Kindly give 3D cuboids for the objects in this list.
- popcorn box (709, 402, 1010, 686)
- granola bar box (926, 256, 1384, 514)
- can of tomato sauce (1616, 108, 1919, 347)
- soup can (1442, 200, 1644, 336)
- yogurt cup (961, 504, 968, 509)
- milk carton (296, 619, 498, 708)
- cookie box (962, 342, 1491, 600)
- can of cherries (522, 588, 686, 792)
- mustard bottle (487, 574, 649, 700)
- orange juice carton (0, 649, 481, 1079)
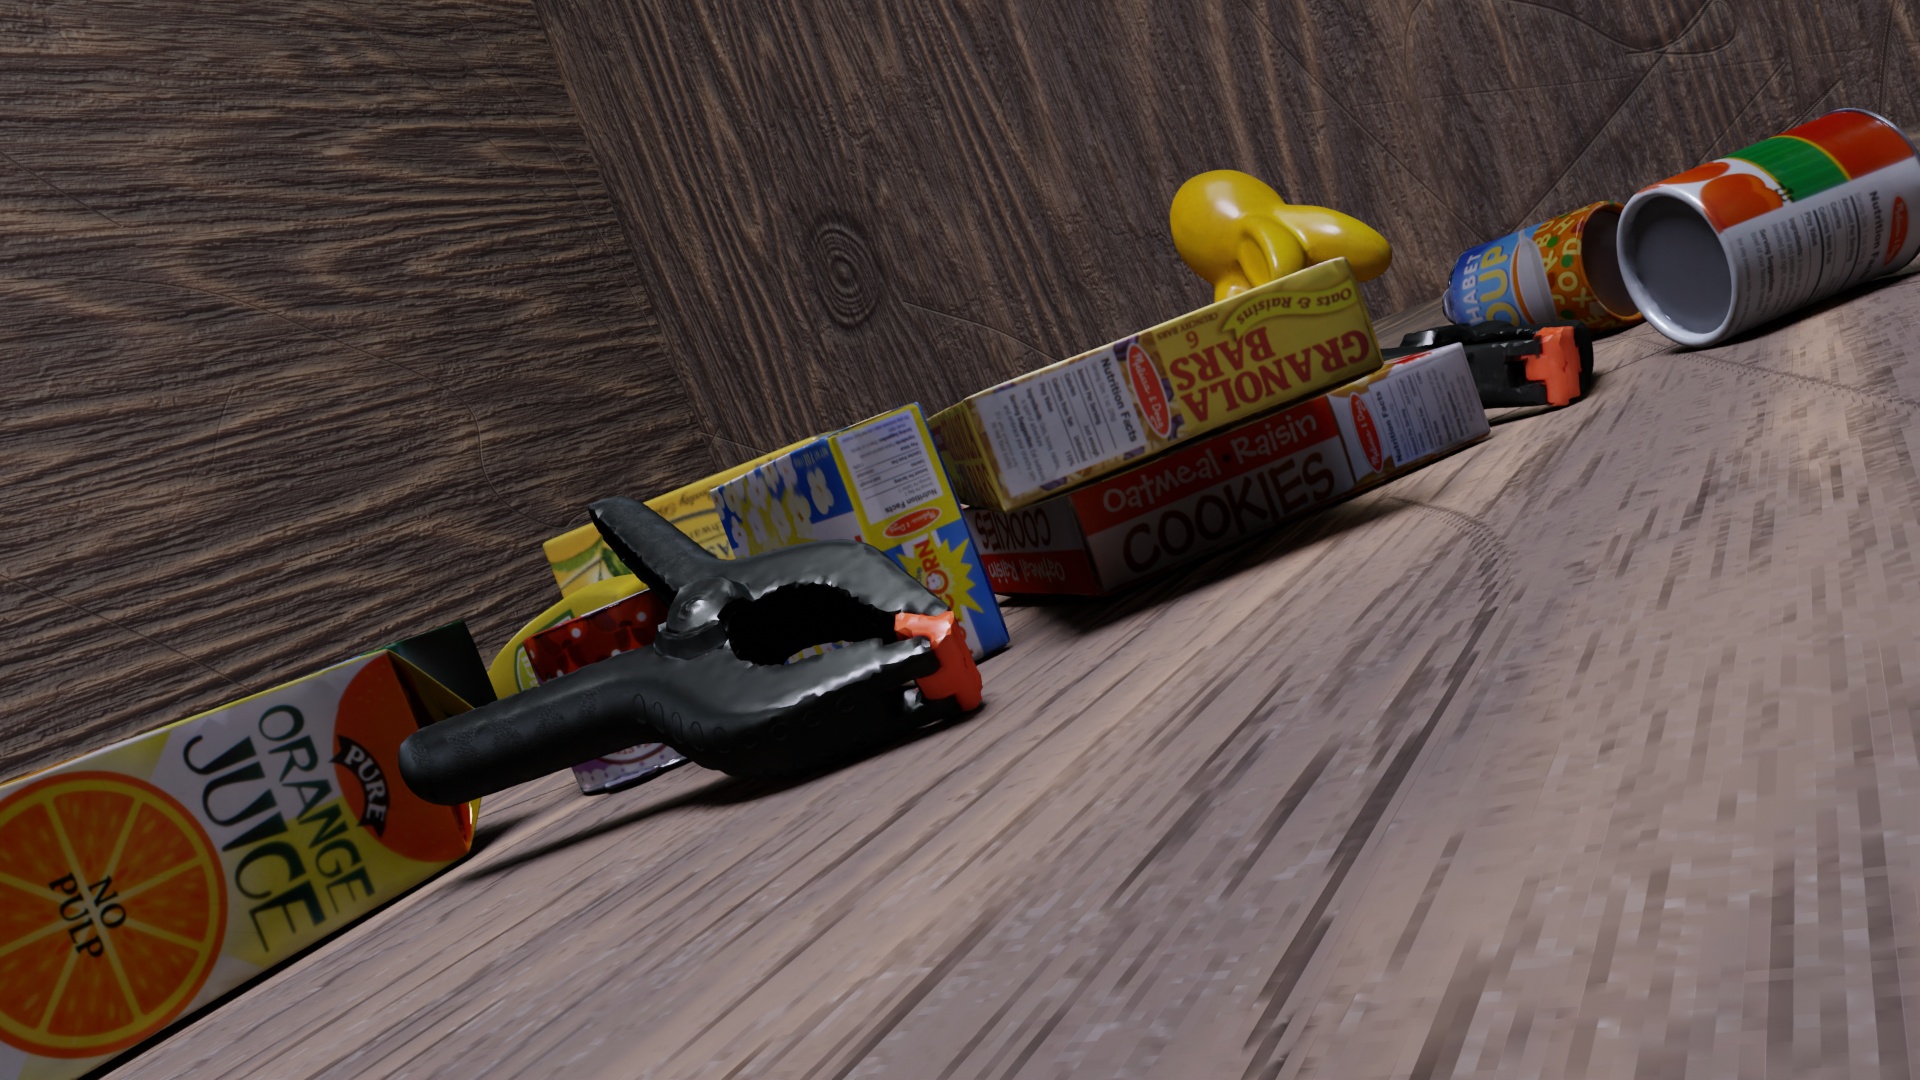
[{"bbox_3d":[-0.040,0.007,0.491,0.038,0.085,0.126,-24,5,-27],"label":"popcorn box"},{"bbox_3d":[0.056,-0.049,0.488,0.124,0.039,0.165,-21,4,-4],"label":"granola bar box"},{"bbox_3d":[0.306,-0.118,0.529,0.083,0.071,0.071,-22,4,-6],"label":"can of tomato sauce"},{"bbox_3d":[0.312,-0.136,0.737,0.071,0.071,0.083,-23,4,-28],"label":"soup can"},{"bbox_3d":[0.002,-0.008,0.647,0.054,0.072,0.072,-34,11,-38],"label":"yogurt cup"},{"bbox_3d":[-0.310,0.106,0.627,0.190,0.073,0.072,-21,4,6],"label":"milk carton"},{"bbox_3d":[0.095,-0.023,0.537,0.168,0.040,0.123,-21,4,-18],"label":"cookie box"},{"bbox_3d":[-0.113,0.049,0.490,0.071,0.058,0.071,-21,3,1],"label":"can of cherries"},{"bbox_3d":[-0.194,0.066,0.685,0.159,0.065,0.049,-25,-5,37],"label":"mustard bottle"},{"bbox_3d":[-0.218,0.088,0.404,0.071,0.073,0.193,-19,4,26],"label":"orange juice carton"}]
